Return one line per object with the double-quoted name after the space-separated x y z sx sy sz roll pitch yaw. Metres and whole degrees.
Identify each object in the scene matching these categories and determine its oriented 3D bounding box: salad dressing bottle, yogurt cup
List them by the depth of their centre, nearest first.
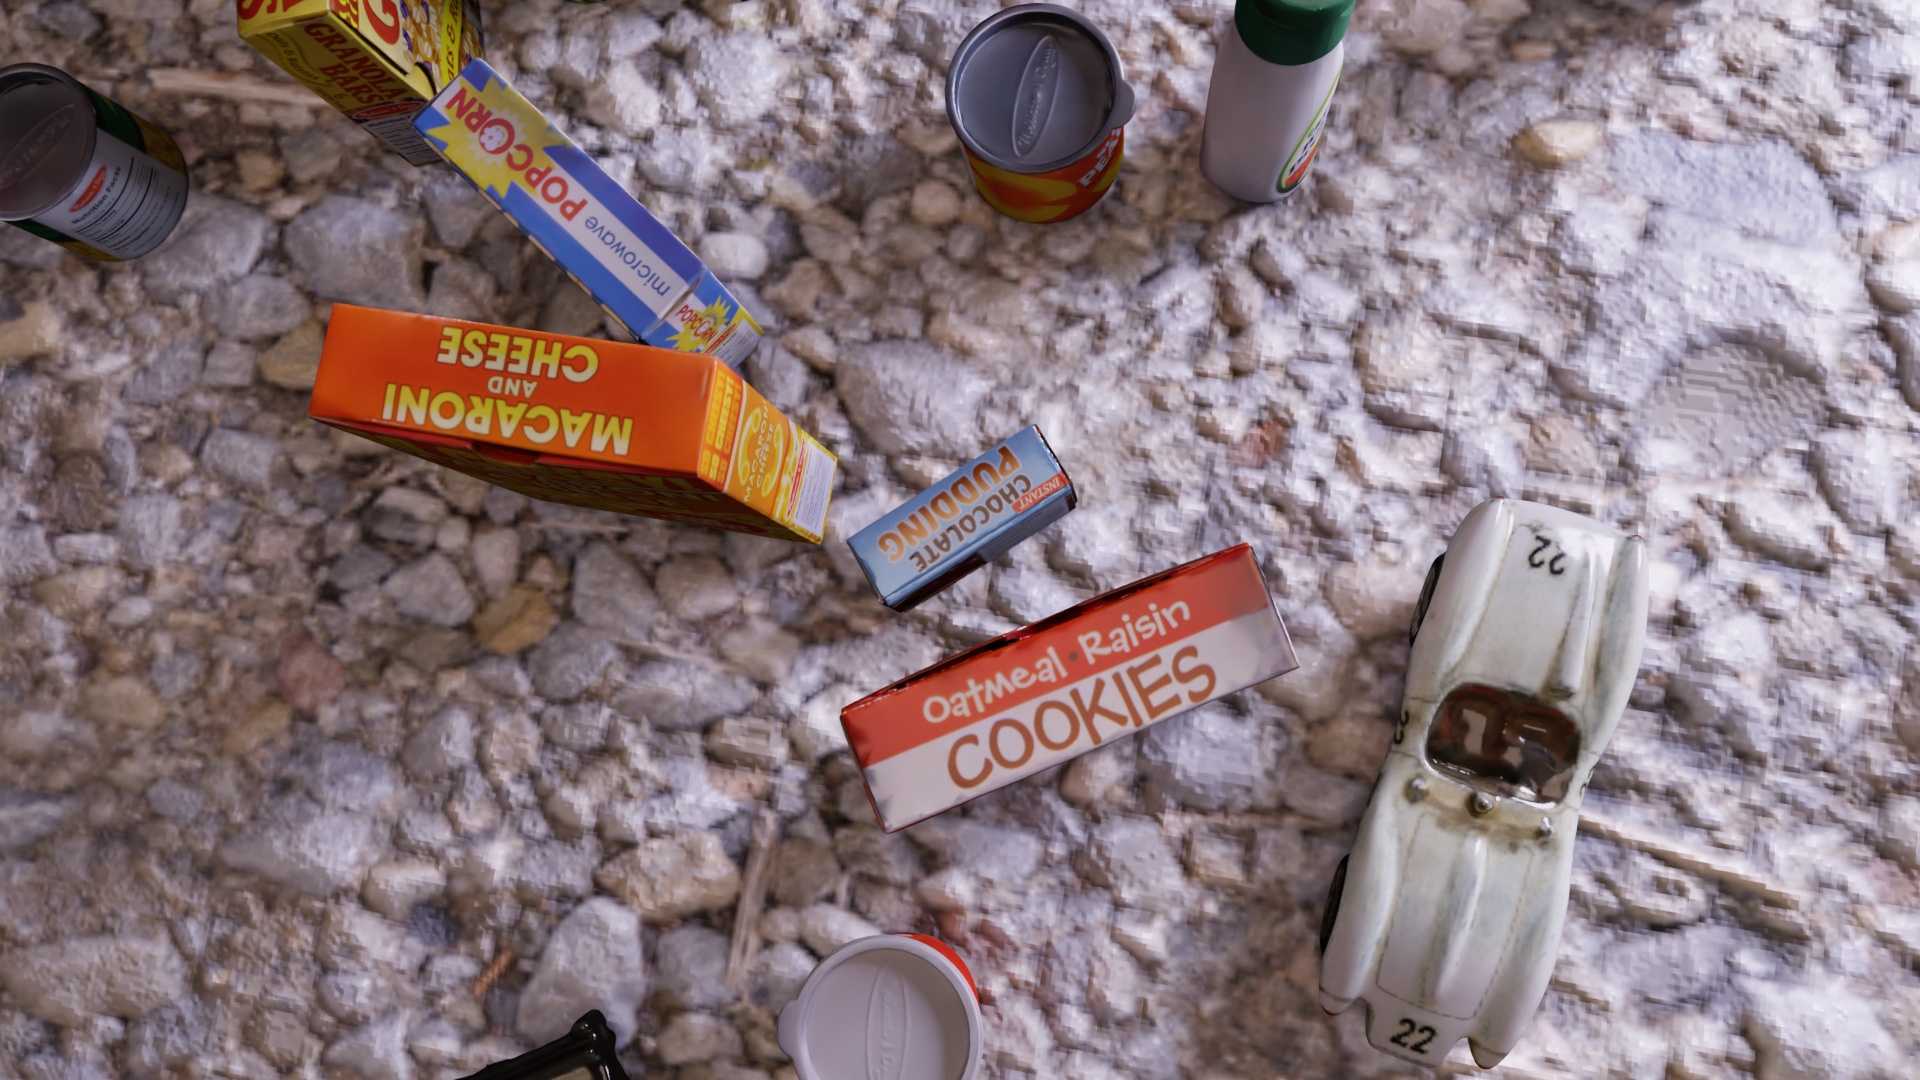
0.111 -0.165 0.483 0.044 0.147 0.064 25 87 9 "salad dressing bottle"
-0.023 0.174 0.504 0.072 0.054 0.072 -1 83 7 "yogurt cup"

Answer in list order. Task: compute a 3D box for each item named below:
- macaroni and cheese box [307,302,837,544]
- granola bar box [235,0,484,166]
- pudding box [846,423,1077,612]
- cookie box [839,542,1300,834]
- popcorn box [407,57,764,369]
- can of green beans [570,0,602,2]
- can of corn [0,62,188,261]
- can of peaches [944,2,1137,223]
-0.121 -0.034 0.484 0.124 0.166 0.040 9 85 8 "macaroni and cheese box"
-0.234 -0.250 0.545 0.039 0.124 0.165 -9 82 6 "granola bar box"
0.002 -0.007 0.525 0.084 0.049 0.030 -32 81 2 "pudding box"
0.037 0.048 0.455 0.123 0.167 0.040 -23 81 4 "cookie box"
-0.140 -0.119 0.538 0.127 0.085 0.038 43 90 10 "popcorn box"
-0.162 -0.266 0.573 0.071 0.058 0.071 -1 83 7 "can of green beans"
-0.375 -0.159 0.584 0.071 0.058 0.071 -1 83 7 "can of corn"
0.033 -0.162 0.537 0.071 0.058 0.071 -1 83 7 "can of peaches"
